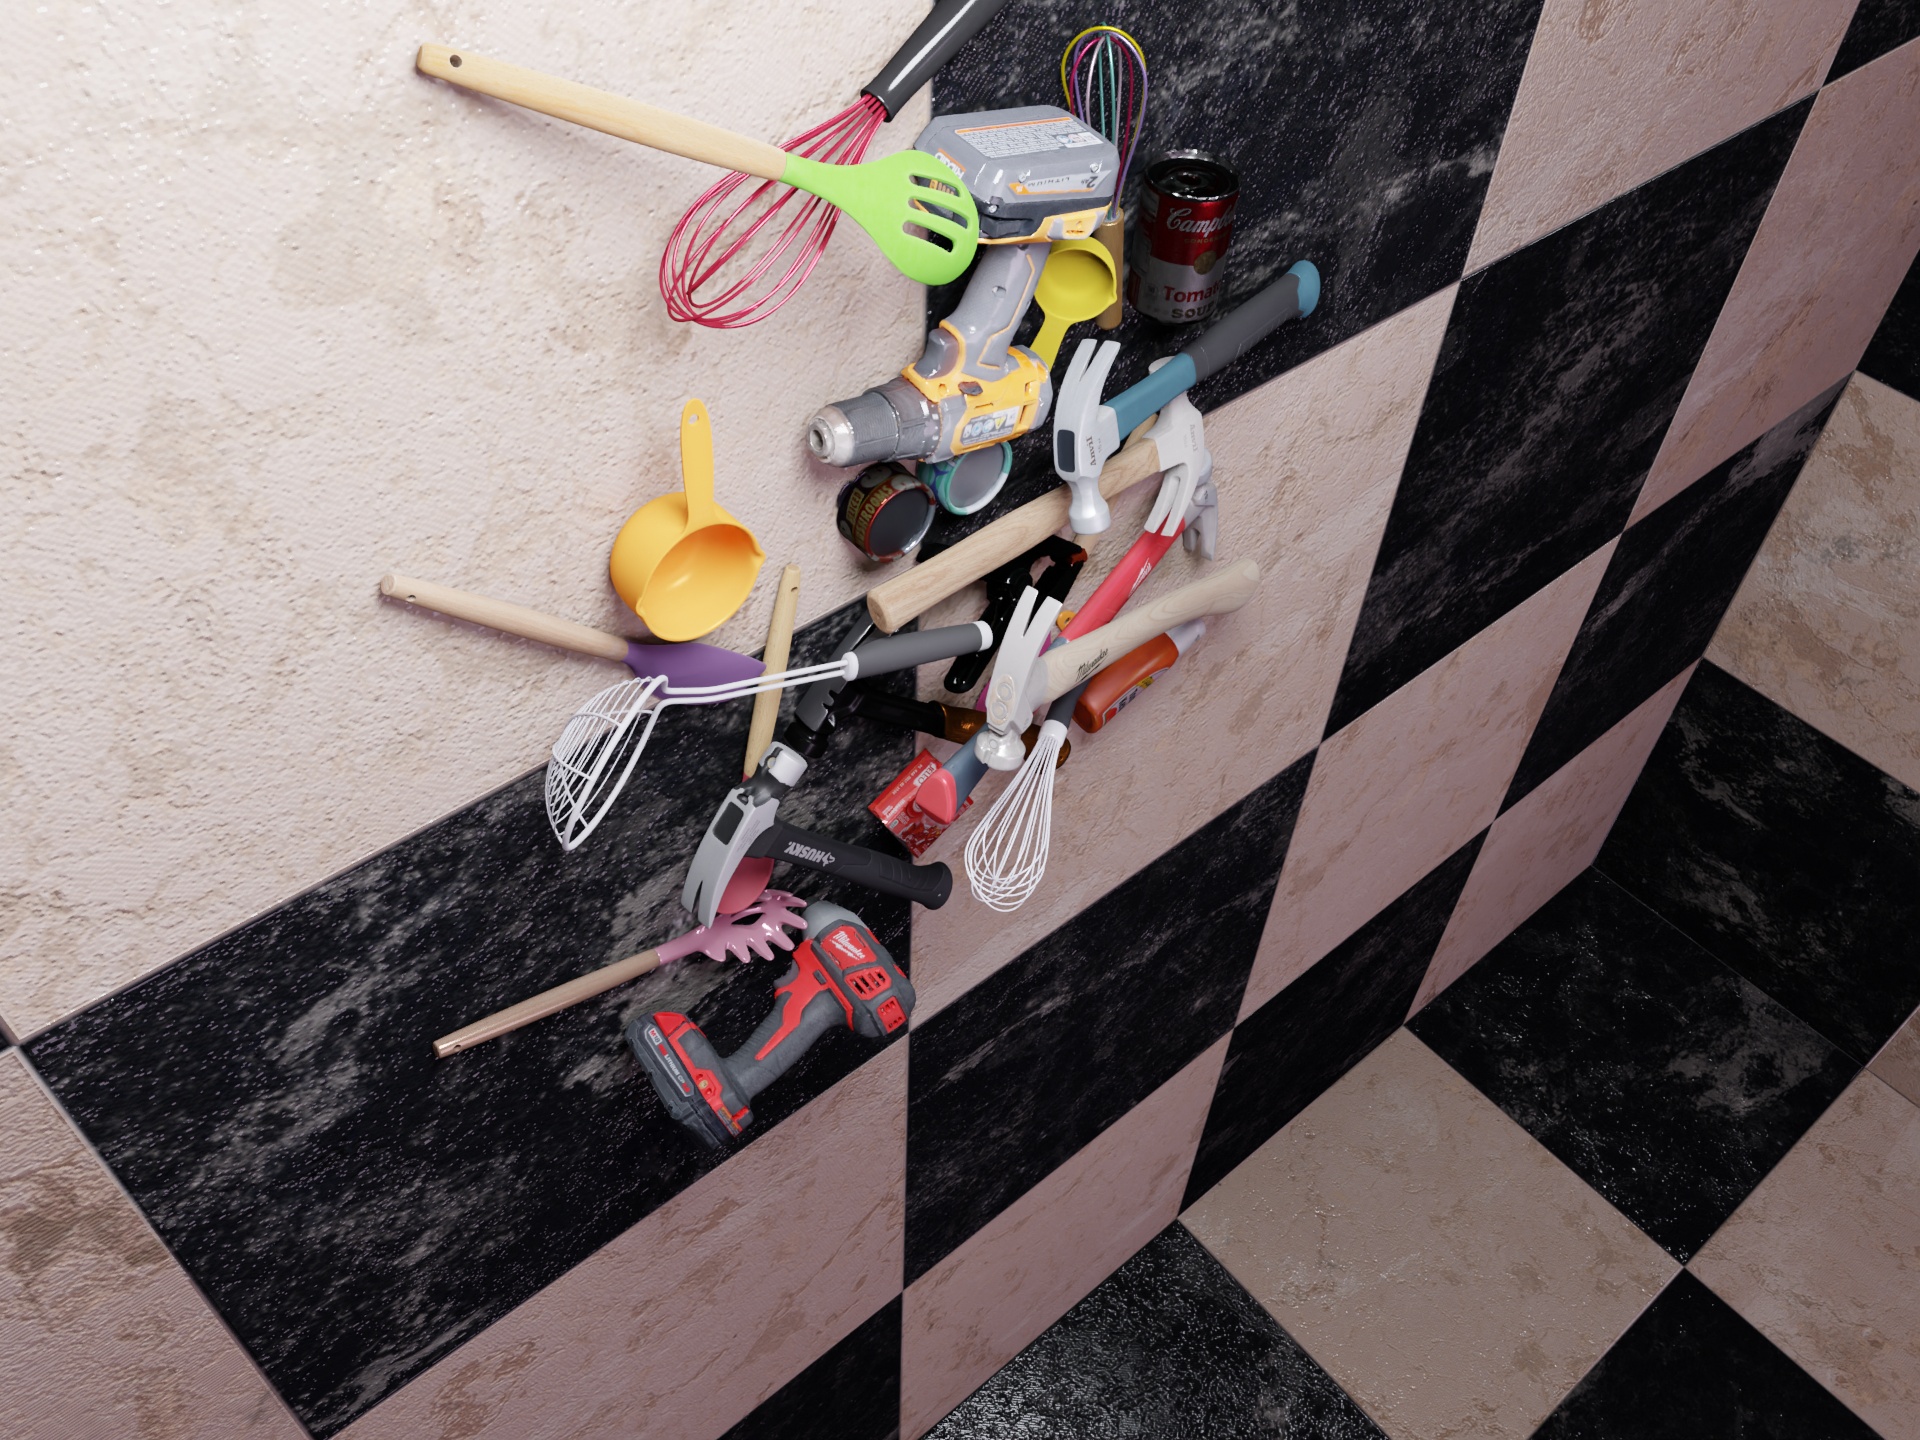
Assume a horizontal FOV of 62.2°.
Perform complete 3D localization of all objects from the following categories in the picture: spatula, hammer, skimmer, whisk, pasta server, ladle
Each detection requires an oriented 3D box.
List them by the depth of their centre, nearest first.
[{"bbox_3d":[-0.059,-0.327,0.882,0.296,0.073,0.073,-50,150,-8],"label":"whisk"},{"bbox_3d":[-0.236,-0.048,1.010,0.060,0.018,0.315,-39,153,19],"label":"spatula"},{"bbox_3d":[0.095,-0.358,1.067,0.047,0.051,0.244,-19,148,-7],"label":"whisk"},{"bbox_3d":[-0.117,-0.002,1.098,0.363,0.090,0.127,-14,152,-32],"label":"skimmer"},{"bbox_3d":[-0.152,0.019,1.190,0.069,0.031,0.315,-15,135,-37],"label":"ladle"},{"bbox_3d":[0.066,-0.154,1.213,0.331,0.031,0.130,-33,124,-26],"label":"hammer"},{"bbox_3d":[0.180,-0.272,1.218,0.331,0.033,0.128,-39,131,-34],"label":"hammer"},{"bbox_3d":[-0.259,0.199,1.248,0.316,0.040,0.060,-20,123,-37],"label":"pasta server"},{"bbox_3d":[-0.098,0.120,1.304,0.146,0.035,0.334,-56,149,4],"label":"hammer"},{"bbox_3d":[0.152,-0.086,1.328,0.410,0.038,0.146,-27,140,-50],"label":"hammer"},{"bbox_3d":[-0.002,-0.004,1.329,0.336,0.034,0.127,15,114,-54],"label":"hammer"},{"bbox_3d":[0.097,-0.058,1.346,0.386,0.038,0.143,-50,154,-18],"label":"hammer"},{"bbox_3d":[0.069,0.038,1.348,0.070,0.070,0.285,82,25,-53],"label":"whisk"}]

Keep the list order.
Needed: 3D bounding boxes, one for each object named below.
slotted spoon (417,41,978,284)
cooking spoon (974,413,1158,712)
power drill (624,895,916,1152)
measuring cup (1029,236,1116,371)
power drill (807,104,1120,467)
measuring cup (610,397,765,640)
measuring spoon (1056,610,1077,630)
[{"bbox_3d":[-0.114,-0.285,0.804,0.313,0.031,0.070,6,89,-34],"label":"slotted spoon"},{"bbox_3d":[0.088,-0.119,1.346,0.068,0.017,0.318,1,125,-46],"label":"cooking spoon"},{"bbox_3d":[-0.160,0.246,1.339,0.219,0.143,0.078,-34,143,-12],"label":"power drill"},{"bbox_3d":[0.062,-0.275,1.123,0.062,0.029,0.156,16,138,-11],"label":"measuring cup"},{"bbox_3d":[-0.004,-0.262,1.009,0.185,0.084,0.226,-22,145,-35],"label":"power drill"},{"bbox_3d":[-0.172,-0.130,0.968,0.095,0.052,0.173,-28,142,-31],"label":"measuring cup"},{"bbox_3d":[0.114,-0.076,1.435,0.021,0.011,0.116,-52,150,6],"label":"measuring spoon"}]
